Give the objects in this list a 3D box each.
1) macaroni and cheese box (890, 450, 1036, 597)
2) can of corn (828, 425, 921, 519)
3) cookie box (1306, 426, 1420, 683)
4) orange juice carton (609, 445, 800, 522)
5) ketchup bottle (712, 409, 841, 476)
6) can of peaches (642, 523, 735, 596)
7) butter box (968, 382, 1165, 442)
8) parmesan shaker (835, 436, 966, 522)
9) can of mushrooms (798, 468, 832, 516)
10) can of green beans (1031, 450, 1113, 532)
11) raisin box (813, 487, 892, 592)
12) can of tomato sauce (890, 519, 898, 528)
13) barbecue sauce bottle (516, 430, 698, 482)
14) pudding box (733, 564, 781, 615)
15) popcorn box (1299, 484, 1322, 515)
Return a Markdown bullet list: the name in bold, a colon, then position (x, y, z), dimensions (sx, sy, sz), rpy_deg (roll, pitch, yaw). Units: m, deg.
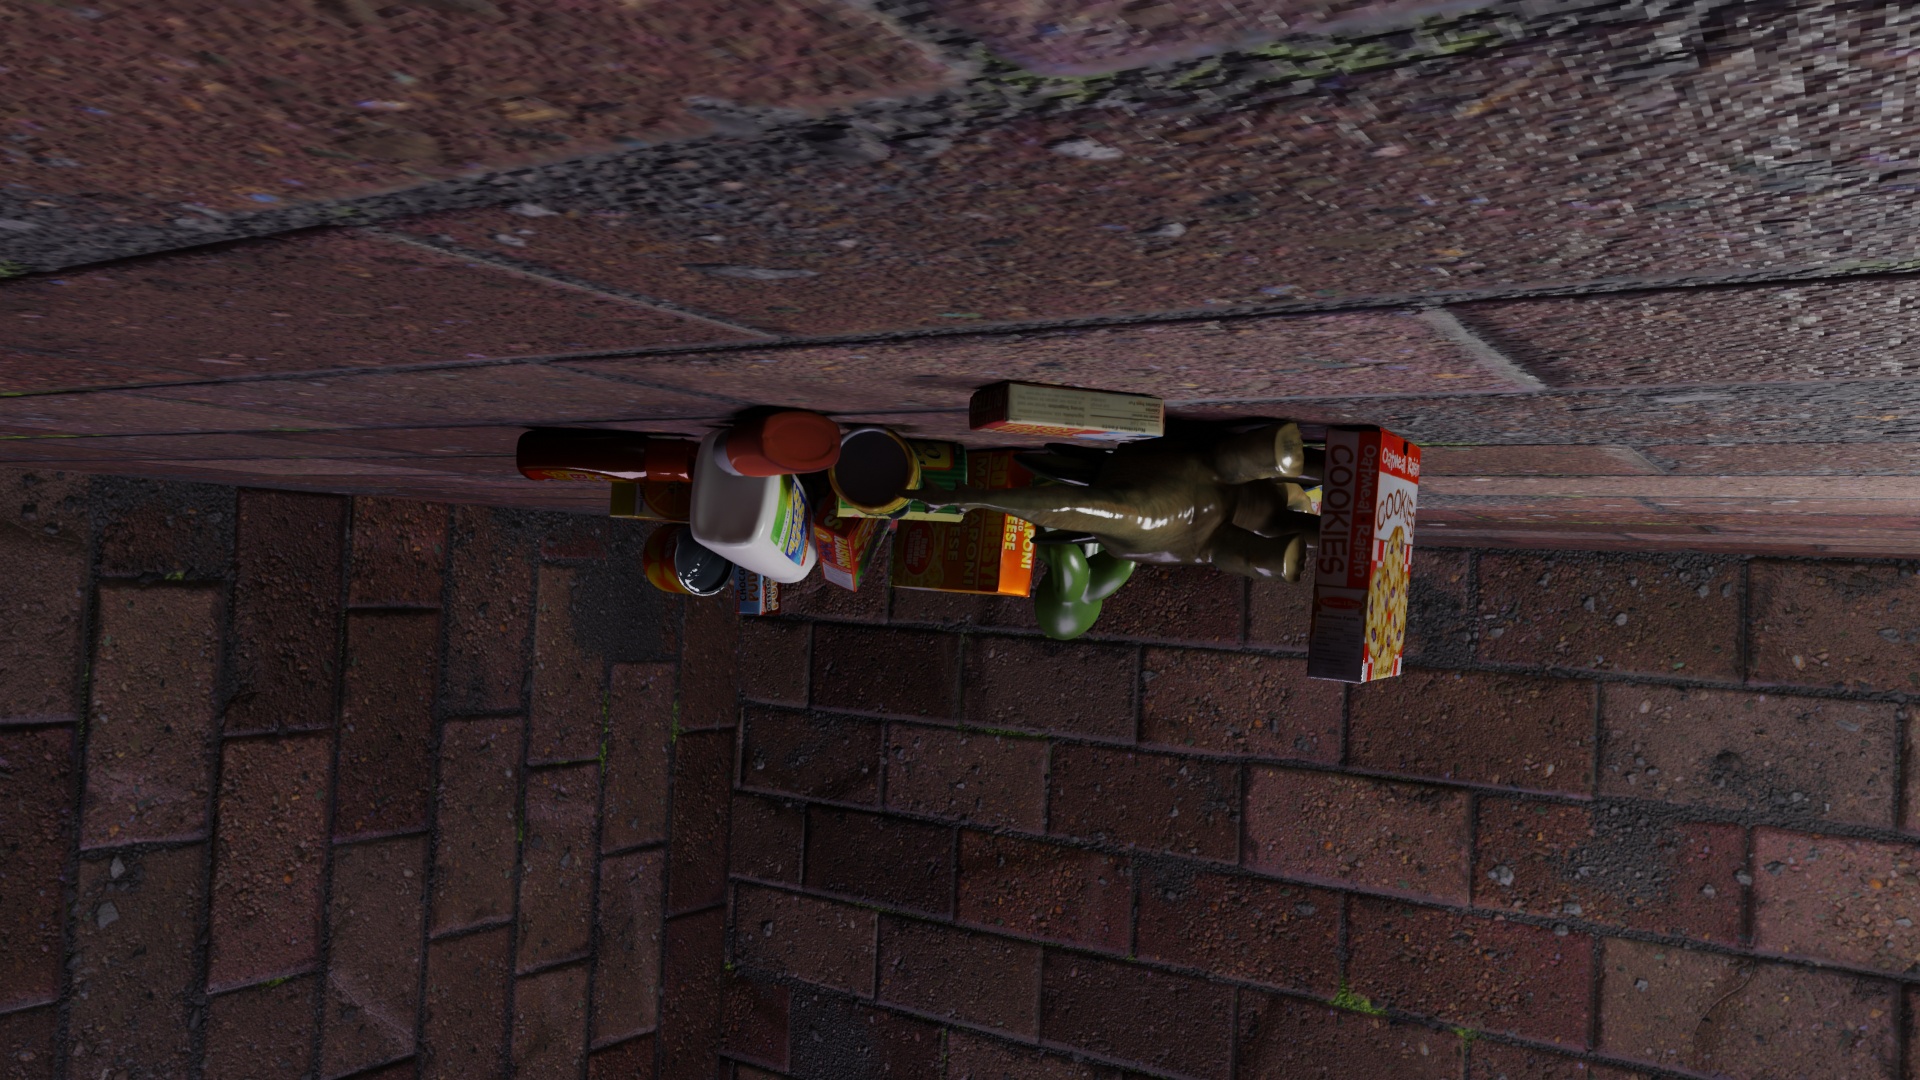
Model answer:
- **macaroni and cheese box**: position (0.004, -0.015, 1.235), dimensions (0.040, 0.123, 0.166), rpy_deg (9, 175, -35)
- **can of corn**: position (-0.064, -0.051, 1.060), dimensions (0.071, 0.071, 0.058), rpy_deg (3, 177, 3)
- **cookie box**: position (0.280, 0.011, 0.956), dimensions (0.040, 0.167, 0.123), rpy_deg (5, 180, 29)
- **orange juice carton**: position (-0.229, -0.051, 1.329), dimensions (0.193, 0.072, 0.073), rpy_deg (4, 178, -31)
- **ketchup bottle**: position (-0.143, -0.069, 1.021), dimensions (0.065, 0.043, 0.148), rpy_deg (5, 178, -28)
- **can of peaches**: position (-0.252, 0.015, 1.281), dimensions (0.071, 0.071, 0.058), rpy_deg (4, 178, -43)
- **butter box**: position (0.062, -0.074, 0.812), dimensions (0.104, 0.024, 0.053), rpy_deg (3, 178, -22)
- **parmesan shaker**: position (-0.050, -0.051, 1.147), dimensions (0.103, 0.071, 0.071), rpy_deg (2, 178, -8)
- **can of mushrooms**: position (-0.128, -0.050, 1.334), dimensions (0.033, 0.071, 0.071), rpy_deg (2, 178, 21)
- **can of green beans**: position (0.102, -0.042, 1.165), dimensions (0.058, 0.071, 0.071), rpy_deg (1, 178, 37)
- **raisin box**: position (-0.097, -0.017, 1.283), dimensions (0.040, 0.086, 0.123), rpy_deg (23, 156, 9)
- **can of tomato sauce**: position (-0.077, -0.045, 1.394), dimensions (0.083, 0.071, 0.071), rpy_deg (2, 178, 41)
- **barbecue sauce bottle**: position (-0.304, -0.072, 1.206), dimensions (0.148, 0.043, 0.065), rpy_deg (2, 177, 7)
- **pudding box**: position (-0.194, 0.030, 1.329), dimensions (0.030, 0.083, 0.049), rpy_deg (0, 177, 18)
- **popcorn box**: position (0.277, -0.025, 1.303), dimensions (0.127, 0.038, 0.085), rpy_deg (-17, -168, -29)
